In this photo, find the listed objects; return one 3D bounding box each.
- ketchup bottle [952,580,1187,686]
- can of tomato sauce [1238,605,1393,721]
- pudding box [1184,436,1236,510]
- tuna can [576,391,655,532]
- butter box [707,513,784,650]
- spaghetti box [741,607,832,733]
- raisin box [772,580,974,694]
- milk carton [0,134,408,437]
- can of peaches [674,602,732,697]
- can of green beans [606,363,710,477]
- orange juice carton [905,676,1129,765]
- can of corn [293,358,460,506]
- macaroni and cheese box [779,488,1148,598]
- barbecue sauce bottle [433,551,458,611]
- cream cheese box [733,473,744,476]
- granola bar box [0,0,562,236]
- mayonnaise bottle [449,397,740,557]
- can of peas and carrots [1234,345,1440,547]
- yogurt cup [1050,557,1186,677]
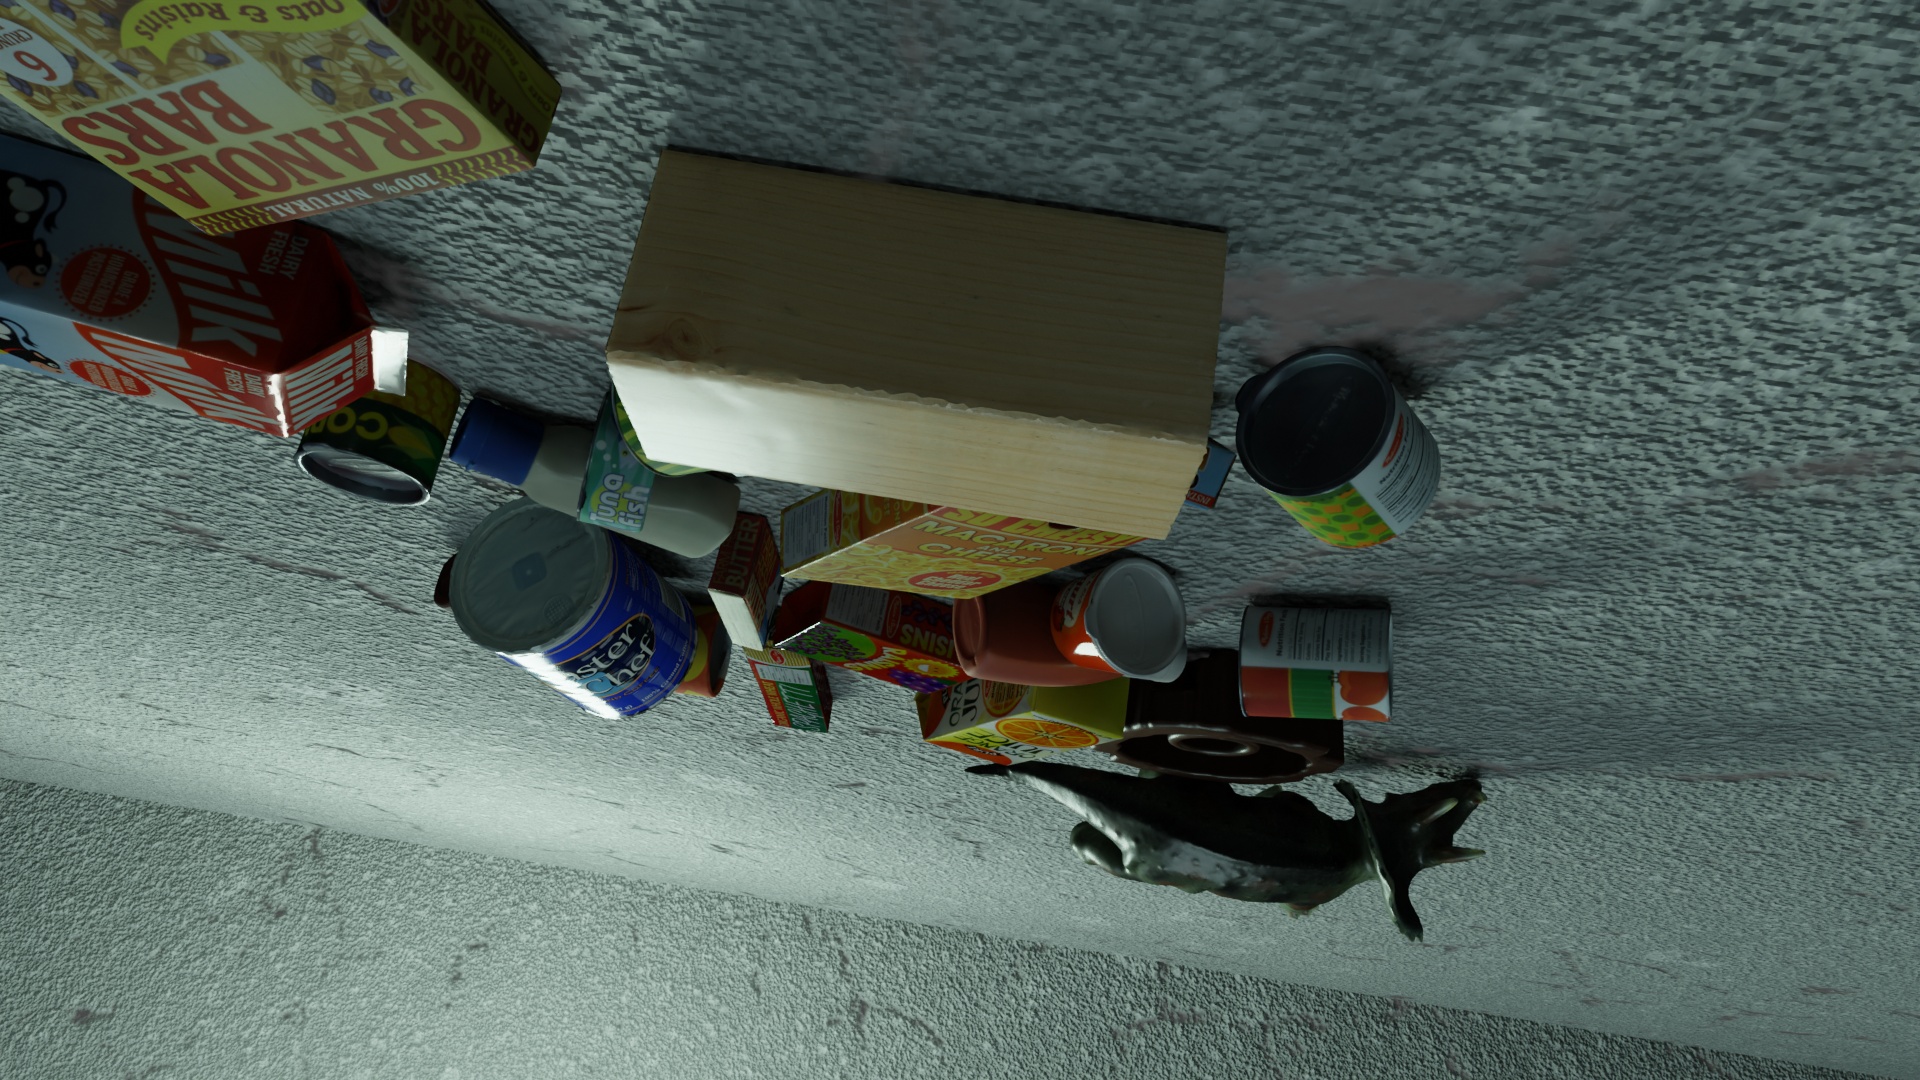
[{"bbox_3d":[0.070,0.061,0.856,0.149,0.065,0.043,10,141,-26],"label":"ketchup bottle"},{"bbox_3d":[0.210,0.073,0.816,0.083,0.071,0.071,0,156,20],"label":"can of tomato sauce"},{"bbox_3d":[0.071,-0.043,0.606,0.084,0.030,0.050,17,-166,-19],"label":"pudding box"},{"bbox_3d":[-0.168,-0.037,0.692,0.033,0.071,0.070,13,158,-12],"label":"tuna can"},{"bbox_3d":[-0.131,0.027,0.857,0.024,0.053,0.103,11,158,4],"label":"butter box"},{"bbox_3d":[-0.132,0.105,1.084,0.050,0.029,0.249,8,158,2],"label":"spaghetti box"},{"bbox_3d":[-0.052,0.063,0.936,0.123,0.040,0.086,21,155,-23],"label":"raisin box"},{"bbox_3d":[-0.335,-0.102,0.593,0.191,0.074,0.072,16,157,-17],"label":"milk carton"},{"bbox_3d":[-0.198,0.076,0.986,0.058,0.071,0.071,7,158,4],"label":"can of peaches"},{"bbox_3d":[-0.108,-0.063,0.608,0.058,0.071,0.071,-6,154,31],"label":"can of green beans"},{"bbox_3d":[0.034,0.108,0.965,0.072,0.073,0.192,19,156,-24],"label":"orange juice carton"},{"bbox_3d":[-0.297,-0.058,0.707,0.071,0.058,0.071,8,158,3],"label":"can of corn"},{"bbox_3d":[0.003,-0.009,0.703,0.124,0.040,0.166,9,162,-35],"label":"macaroni and cheese box"},{"bbox_3d":[-0.295,0.051,0.996,0.148,0.044,0.064,26,153,-37],"label":"barbecue sauce bottle"},{"bbox_3d":[-0.085,-0.056,0.672,0.103,0.024,0.053,-6,155,33],"label":"cream cheese box"},{"bbox_3d":[-0.236,-0.161,0.455,0.165,0.039,0.124,-3,155,26],"label":"granola bar box"},{"bbox_3d":[-0.198,-0.034,0.753,0.148,0.041,0.064,23,153,-27],"label":"mayonnaise bottle"},{"bbox_3d":[0.153,-0.038,0.570,0.071,0.071,0.058,-8,153,36],"label":"can of peas and carrots"},{"bbox_3d":[0.089,0.046,0.806,0.072,0.072,0.054,21,163,-26],"label":"yogurt cup"}]
